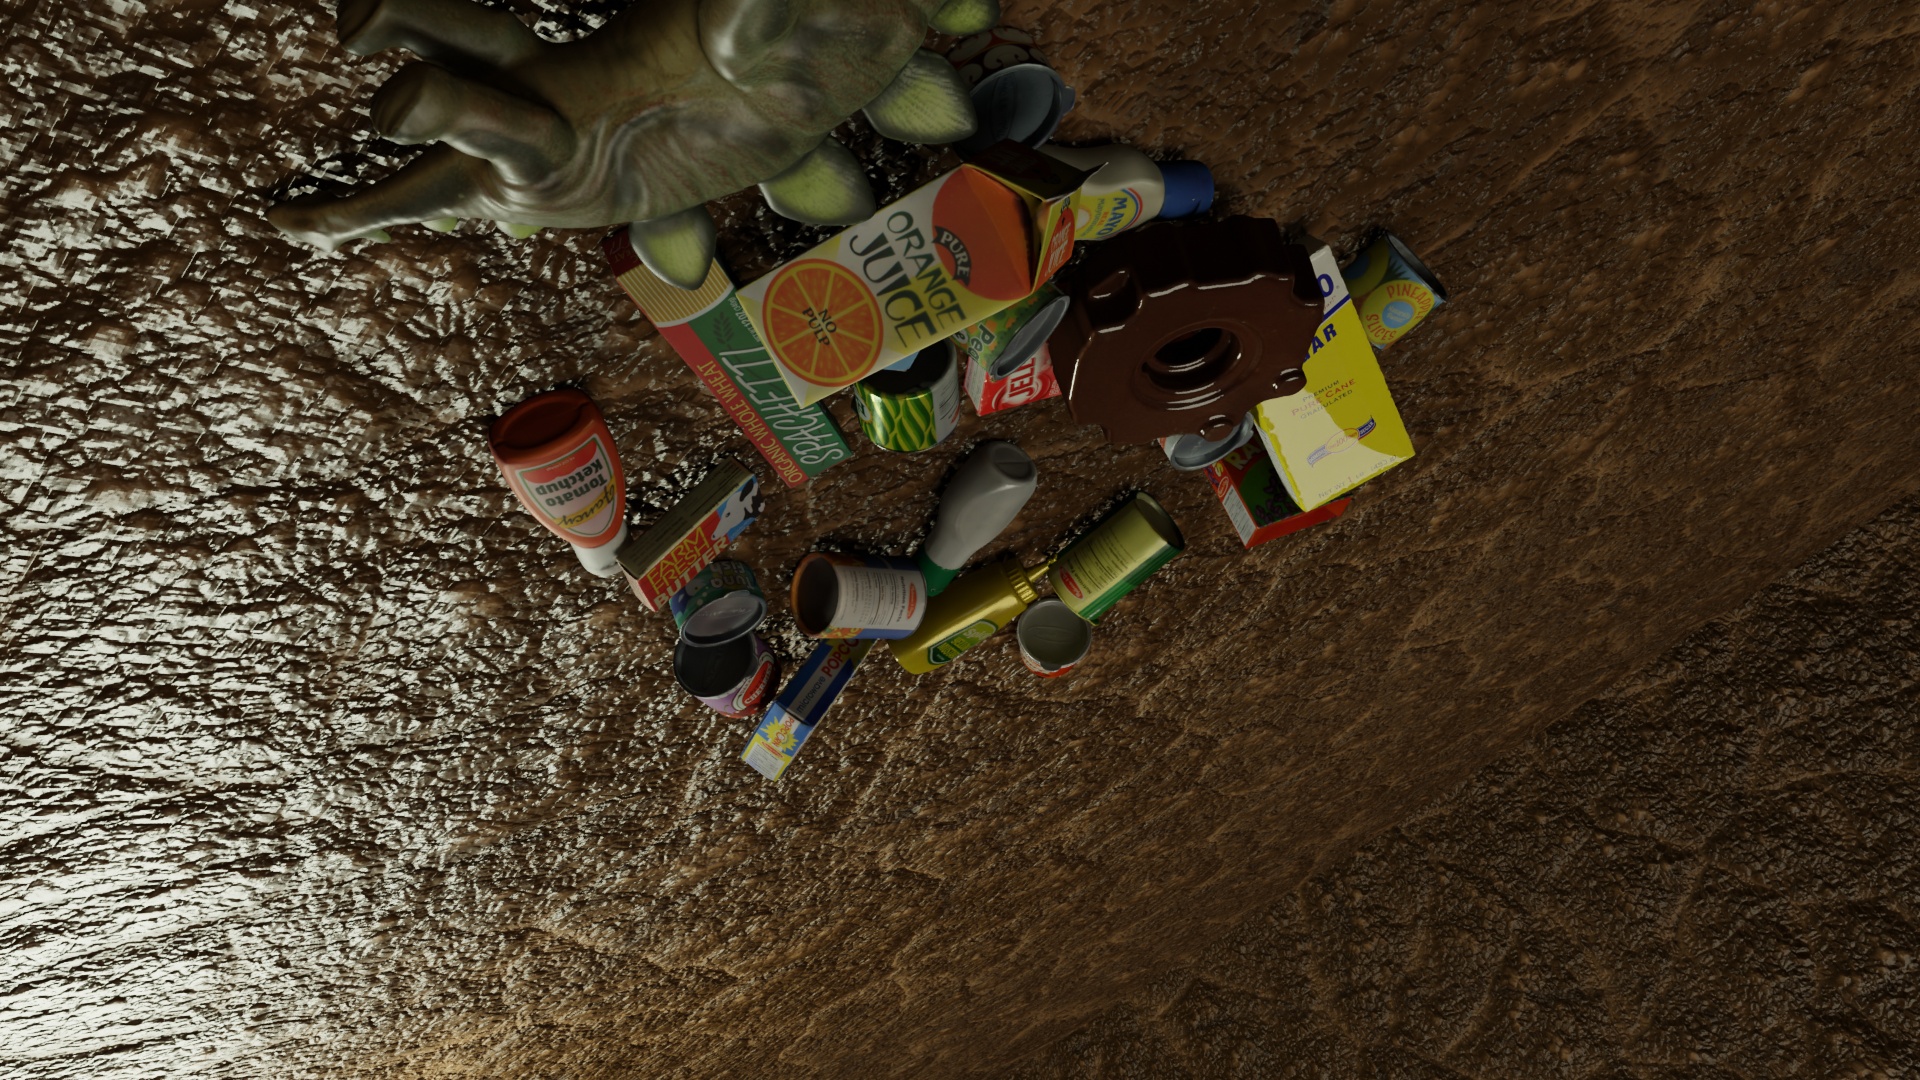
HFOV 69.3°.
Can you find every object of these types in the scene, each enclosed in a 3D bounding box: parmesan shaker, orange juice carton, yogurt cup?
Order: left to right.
[{"bbox_3d":[-0.014,-0.145,0.717,0.192,0.073,0.072,-22,-165,29],"label":"orange juice carton"},{"bbox_3d":[0.084,0.093,1.281,0.072,0.072,0.053,-20,159,-11],"label":"yogurt cup"},{"bbox_3d":[0.134,0.015,1.184,0.102,0.071,0.071,-40,149,22],"label":"parmesan shaker"}]

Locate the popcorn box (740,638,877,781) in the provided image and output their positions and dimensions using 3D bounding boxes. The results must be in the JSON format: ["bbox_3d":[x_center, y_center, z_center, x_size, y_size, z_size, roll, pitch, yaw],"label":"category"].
[{"bbox_3d":[-0.119,0.122,1.112,0.084,0.038,0.127,-56,179,42],"label":"popcorn box"}]

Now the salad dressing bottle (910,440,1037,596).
[{"bbox_3d":[0.004,-0.013,1.060,0.064,0.044,0.147,-4,145,-38],"label":"salad dressing bottle"}]

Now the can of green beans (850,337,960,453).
[{"bbox_3d":[-0.034,-0.097,0.865,0.071,0.071,0.057,-21,150,-10],"label":"can of green beans"}]

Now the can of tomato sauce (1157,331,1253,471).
[{"bbox_3d":[0.164,-0.103,1.002,0.071,0.083,0.071,-20,151,-12],"label":"can of tomato sauce"}]

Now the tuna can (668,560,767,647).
[{"bbox_3d":[-0.177,0.045,1.015,0.071,0.033,0.070,-20,151,-12],"label":"tuna can"}]

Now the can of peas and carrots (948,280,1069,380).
[{"bbox_3d":[0.020,-0.137,0.828,0.071,0.059,0.071,-45,170,-10],"label":"can of peas and carrots"}]

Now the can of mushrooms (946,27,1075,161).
[{"bbox_3d":[0.022,-0.231,0.726,0.071,0.033,0.070,-20,150,-12],"label":"can of mushrooms"}]

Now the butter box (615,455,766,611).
[{"bbox_3d":[-0.174,-0.005,0.902,0.104,0.024,0.053,-45,160,-18],"label":"butter box"}]

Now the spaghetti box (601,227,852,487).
[{"bbox_3d":[-0.127,-0.104,0.816,0.050,0.029,0.249,-27,151,3],"label":"spaghetti box"}]

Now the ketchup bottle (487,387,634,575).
[{"bbox_3d":[-0.231,-0.030,0.836,0.065,0.043,0.148,-27,153,-13],"label":"ketchup bottle"}]

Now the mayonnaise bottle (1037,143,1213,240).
[{"bbox_3d":[0.080,-0.202,0.812,0.148,0.041,0.064,-10,151,-27],"label":"mayonnaise bottle"}]

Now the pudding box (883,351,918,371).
[{"bbox_3d":[-0.033,-0.144,0.806,0.030,0.050,0.083,-2,143,-35],"label":"pudding box"}]

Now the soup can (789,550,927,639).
[{"bbox_3d":[-0.080,0.042,1.060,0.084,0.071,0.071,5,138,-43],"label":"soup can"}]

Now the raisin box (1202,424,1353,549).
[{"bbox_3d":[0.236,-0.065,1.081,0.086,0.124,0.040,-19,156,-12],"label":"raisin box"}]

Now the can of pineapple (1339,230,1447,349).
[{"bbox_3d":[0.311,-0.181,1.012,0.071,0.071,0.057,11,134,-48],"label":"can of pineapple"}]

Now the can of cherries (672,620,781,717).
[{"bbox_3d":[-0.176,0.098,1.064,0.071,0.072,0.058,-28,151,2],"label":"can of cherries"}]

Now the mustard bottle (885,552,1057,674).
[{"bbox_3d":[0.014,0.055,1.173,0.160,0.049,0.065,-31,153,9],"label":"mustard bottle"}]
